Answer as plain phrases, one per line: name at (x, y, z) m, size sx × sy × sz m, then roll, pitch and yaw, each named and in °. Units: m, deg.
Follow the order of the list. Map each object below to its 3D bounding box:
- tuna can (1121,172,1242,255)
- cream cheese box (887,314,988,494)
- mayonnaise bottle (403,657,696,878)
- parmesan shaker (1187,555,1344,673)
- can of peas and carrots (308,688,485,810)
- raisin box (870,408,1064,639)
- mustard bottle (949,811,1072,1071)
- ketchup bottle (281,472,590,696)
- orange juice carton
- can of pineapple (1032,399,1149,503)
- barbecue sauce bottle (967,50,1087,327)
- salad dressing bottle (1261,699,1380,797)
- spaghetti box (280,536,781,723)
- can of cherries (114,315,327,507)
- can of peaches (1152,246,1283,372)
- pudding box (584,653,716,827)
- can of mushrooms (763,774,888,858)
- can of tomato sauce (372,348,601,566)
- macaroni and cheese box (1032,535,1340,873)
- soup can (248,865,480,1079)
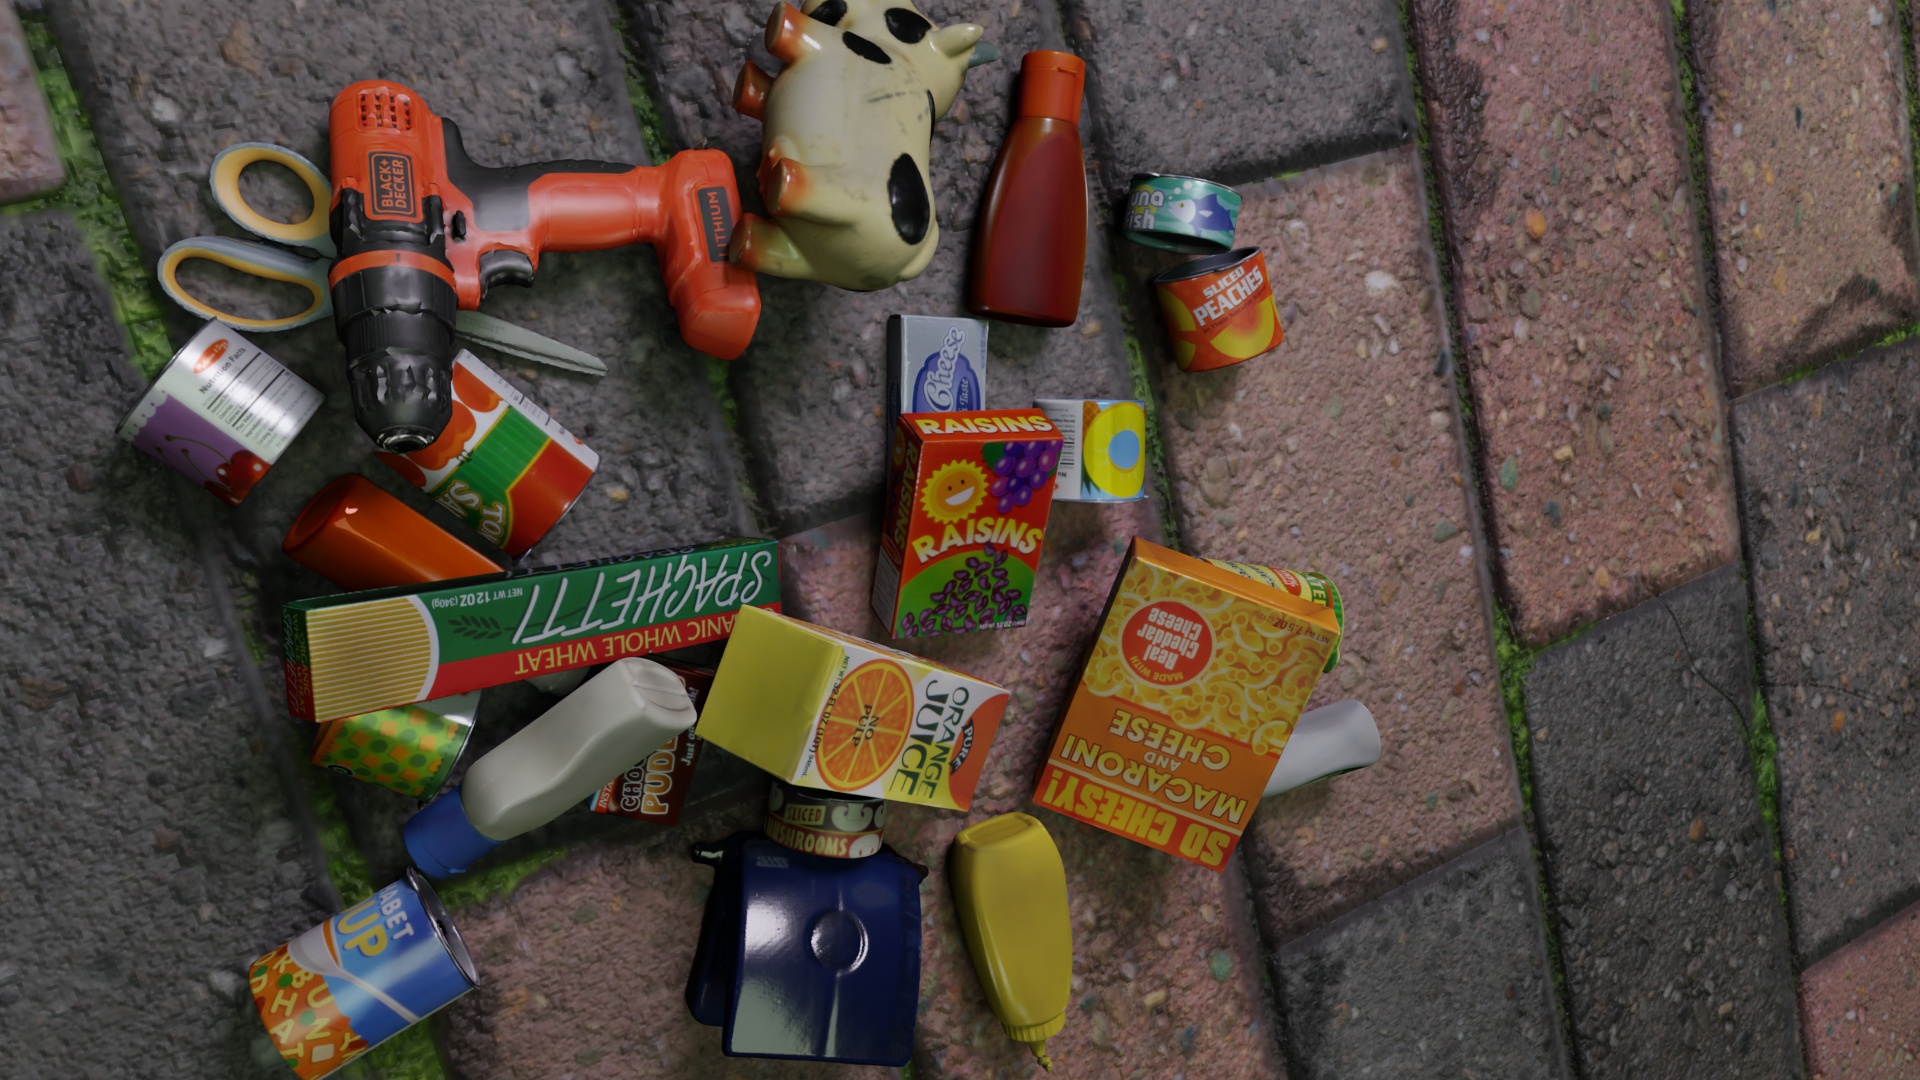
tuna can at (0.127, -0.190, 0.810) m, size 0.071 × 0.071 × 0.033 m, roll 9°, pitch 93°, yaw -25°
cream cheese box at (-0.013, -0.075, 0.784) m, size 0.053 × 0.024 × 0.103 m, roll -2°, pitch 97°, yaw -24°
mayonnaise bottle at (-0.205, 0.113, 0.683) m, size 0.148 × 0.064 × 0.041 m, roll -34°, pitch 71°, yaw 8°
parmesan shaker at (0.176, 0.048, 0.857) m, size 0.103 × 0.071 × 0.071 m, roll 8°, pitch 93°, yaw -25°
can of peas and carrots at (-0.270, 0.087, 0.665) m, size 0.058 × 0.071 × 0.071 m, roll 27°, pitch 85°, yaw -24°
raisin box at (0.003, -0.010, 0.768) m, size 0.086 × 0.040 × 0.122 m, roll -3°, pitch 121°, yaw -23°
mustard bottle at (0.035, 0.245, 0.829) m, size 0.065 × 0.049 × 0.160 m, roll -14°, pitch 102°, yaw -22°
ketchup bottle at (-0.246, 0.026, 0.673) m, size 0.148 × 0.064 × 0.044 m, roll 39°, pitch 53°, yaw -31°
orange juice carton at (-0.041, 0.095, 0.744) m, size 0.192 × 0.073 × 0.072 m, roll 23°, pitch 86°, yaw -52°
can of pineapple at (0.075, -0.053, 0.804) m, size 0.071 × 0.071 × 0.057 m, roll -2°, pitch 97°, yaw -24°
barbecue sauce bottle at (0.044, -0.198, 0.786) m, size 0.065 × 0.043 × 0.148 m, roll 6°, pitch 93°, yaw -25°
salad dressing bottle at (0.193, 0.142, 0.885) m, size 0.148 × 0.064 × 0.044 m, roll -15°, pitch 89°, yaw -14°
spaghetti box at (-0.190, 0.036, 0.668) m, size 0.251 × 0.028 × 0.050 m, roll -10°, pitch 101°, yaw -45°
can of cherries at (-0.331, -0.056, 0.624) m, size 0.058 × 0.071 × 0.071 m, roll 39°, pitch 80°, yaw -24°
can of peaches at (0.155, -0.137, 0.827) m, size 0.071 × 0.071 × 0.058 m, roll -24°, pitch 106°, yaw -20°
pudding box at (-0.163, 0.104, 0.734) m, size 0.050 × 0.030 × 0.083 m, roll 18°, pitch 88°, yaw -24°
can of mushrooms at (-0.074, 0.148, 0.758) m, size 0.071 × 0.071 × 0.033 m, roll 10°, pitch 94°, yaw -25°
can of tomato sauce at (-0.228, -0.040, 0.669) m, size 0.083 × 0.071 × 0.071 m, roll 41°, pitch 79°, yaw -22°
macaroni and cheese box at (0.127, 0.096, 0.805) m, size 0.124 × 0.040 × 0.165 m, roll 21°, pitch 110°, yaw 1°
soup can at (-0.288, 0.207, 0.670) m, size 0.084 × 0.071 × 0.071 m, roll -29°, pitch 107°, yaw -18°
